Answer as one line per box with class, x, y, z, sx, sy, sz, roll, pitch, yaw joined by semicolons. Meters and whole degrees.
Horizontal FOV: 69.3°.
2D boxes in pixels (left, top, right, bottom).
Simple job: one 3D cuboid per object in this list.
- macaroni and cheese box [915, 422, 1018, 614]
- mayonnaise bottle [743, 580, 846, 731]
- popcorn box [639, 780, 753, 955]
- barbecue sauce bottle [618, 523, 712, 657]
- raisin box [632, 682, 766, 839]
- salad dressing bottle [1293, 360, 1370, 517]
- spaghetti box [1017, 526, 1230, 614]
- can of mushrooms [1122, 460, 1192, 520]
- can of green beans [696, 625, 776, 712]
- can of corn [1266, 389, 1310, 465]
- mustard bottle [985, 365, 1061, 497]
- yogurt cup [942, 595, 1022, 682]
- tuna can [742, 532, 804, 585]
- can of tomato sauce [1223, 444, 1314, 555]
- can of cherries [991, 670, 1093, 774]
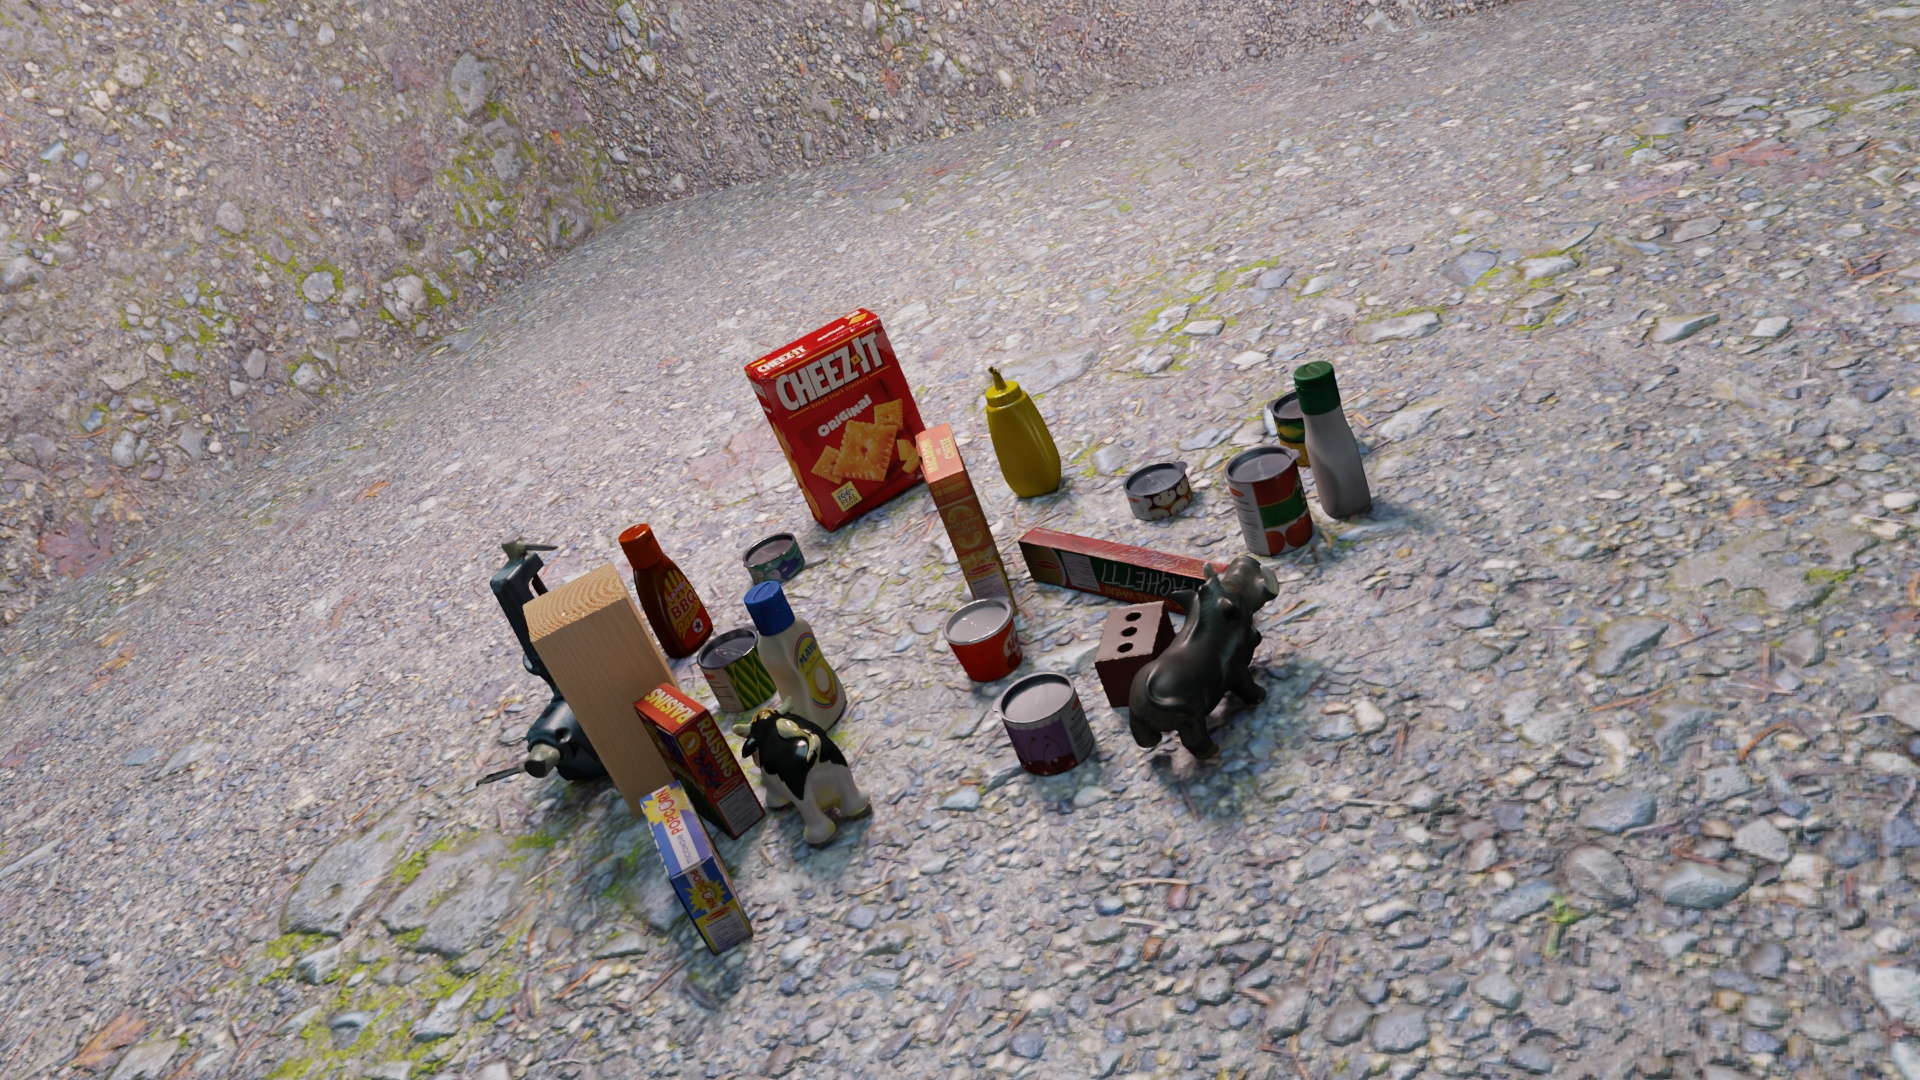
macaroni and cheese box;0.005;-0.017;1.372;0.040;0.165;0.124;-21;27;2
mayonnaise bottle;-0.155;0.107;1.283;0.041;0.147;0.065;-6;31;29
popcorn box;-0.213;0.260;1.116;0.038;0.085;0.127;-28;28;-12
barbecue sauce bottle;-0.322;0.052;1.504;0.043;0.148;0.065;-5;32;31
raisin box;-0.228;0.191;1.210;0.040;0.123;0.086;-36;30;-25
salad dressing bottle;0.342;-0.094;1.287;0.044;0.147;0.064;-22;27;0
spaghetti box;0.155;0.031;1.304;0.029;0.050;0.250;-39;32;-30
can of mushrooms;0.206;-0.053;1.435;0.071;0.033;0.071;-17;27;9
can of green beans;-0.222;0.130;1.389;0.071;0.057;0.071;-17;27;9
can of corn;0.353;-0.117;1.418;0.071;0.058;0.071;-17;27;9
mustard bottle;0.063;-0.125;1.533;0.065;0.159;0.049;-11;29;21
yogurt cup;0.023;0.093;1.281;0.072;0.053;0.073;-17;27;9
tuna can;-0.217;0.023;1.606;0.071;0.032;0.071;-17;27;9
can of tomato sauce;0.290;-0.038;1.294;0.071;0.082;0.071;-17;27;9
can of cherries;0.068;0.150;1.141;0.071;0.058;0.072;-17;27;9
